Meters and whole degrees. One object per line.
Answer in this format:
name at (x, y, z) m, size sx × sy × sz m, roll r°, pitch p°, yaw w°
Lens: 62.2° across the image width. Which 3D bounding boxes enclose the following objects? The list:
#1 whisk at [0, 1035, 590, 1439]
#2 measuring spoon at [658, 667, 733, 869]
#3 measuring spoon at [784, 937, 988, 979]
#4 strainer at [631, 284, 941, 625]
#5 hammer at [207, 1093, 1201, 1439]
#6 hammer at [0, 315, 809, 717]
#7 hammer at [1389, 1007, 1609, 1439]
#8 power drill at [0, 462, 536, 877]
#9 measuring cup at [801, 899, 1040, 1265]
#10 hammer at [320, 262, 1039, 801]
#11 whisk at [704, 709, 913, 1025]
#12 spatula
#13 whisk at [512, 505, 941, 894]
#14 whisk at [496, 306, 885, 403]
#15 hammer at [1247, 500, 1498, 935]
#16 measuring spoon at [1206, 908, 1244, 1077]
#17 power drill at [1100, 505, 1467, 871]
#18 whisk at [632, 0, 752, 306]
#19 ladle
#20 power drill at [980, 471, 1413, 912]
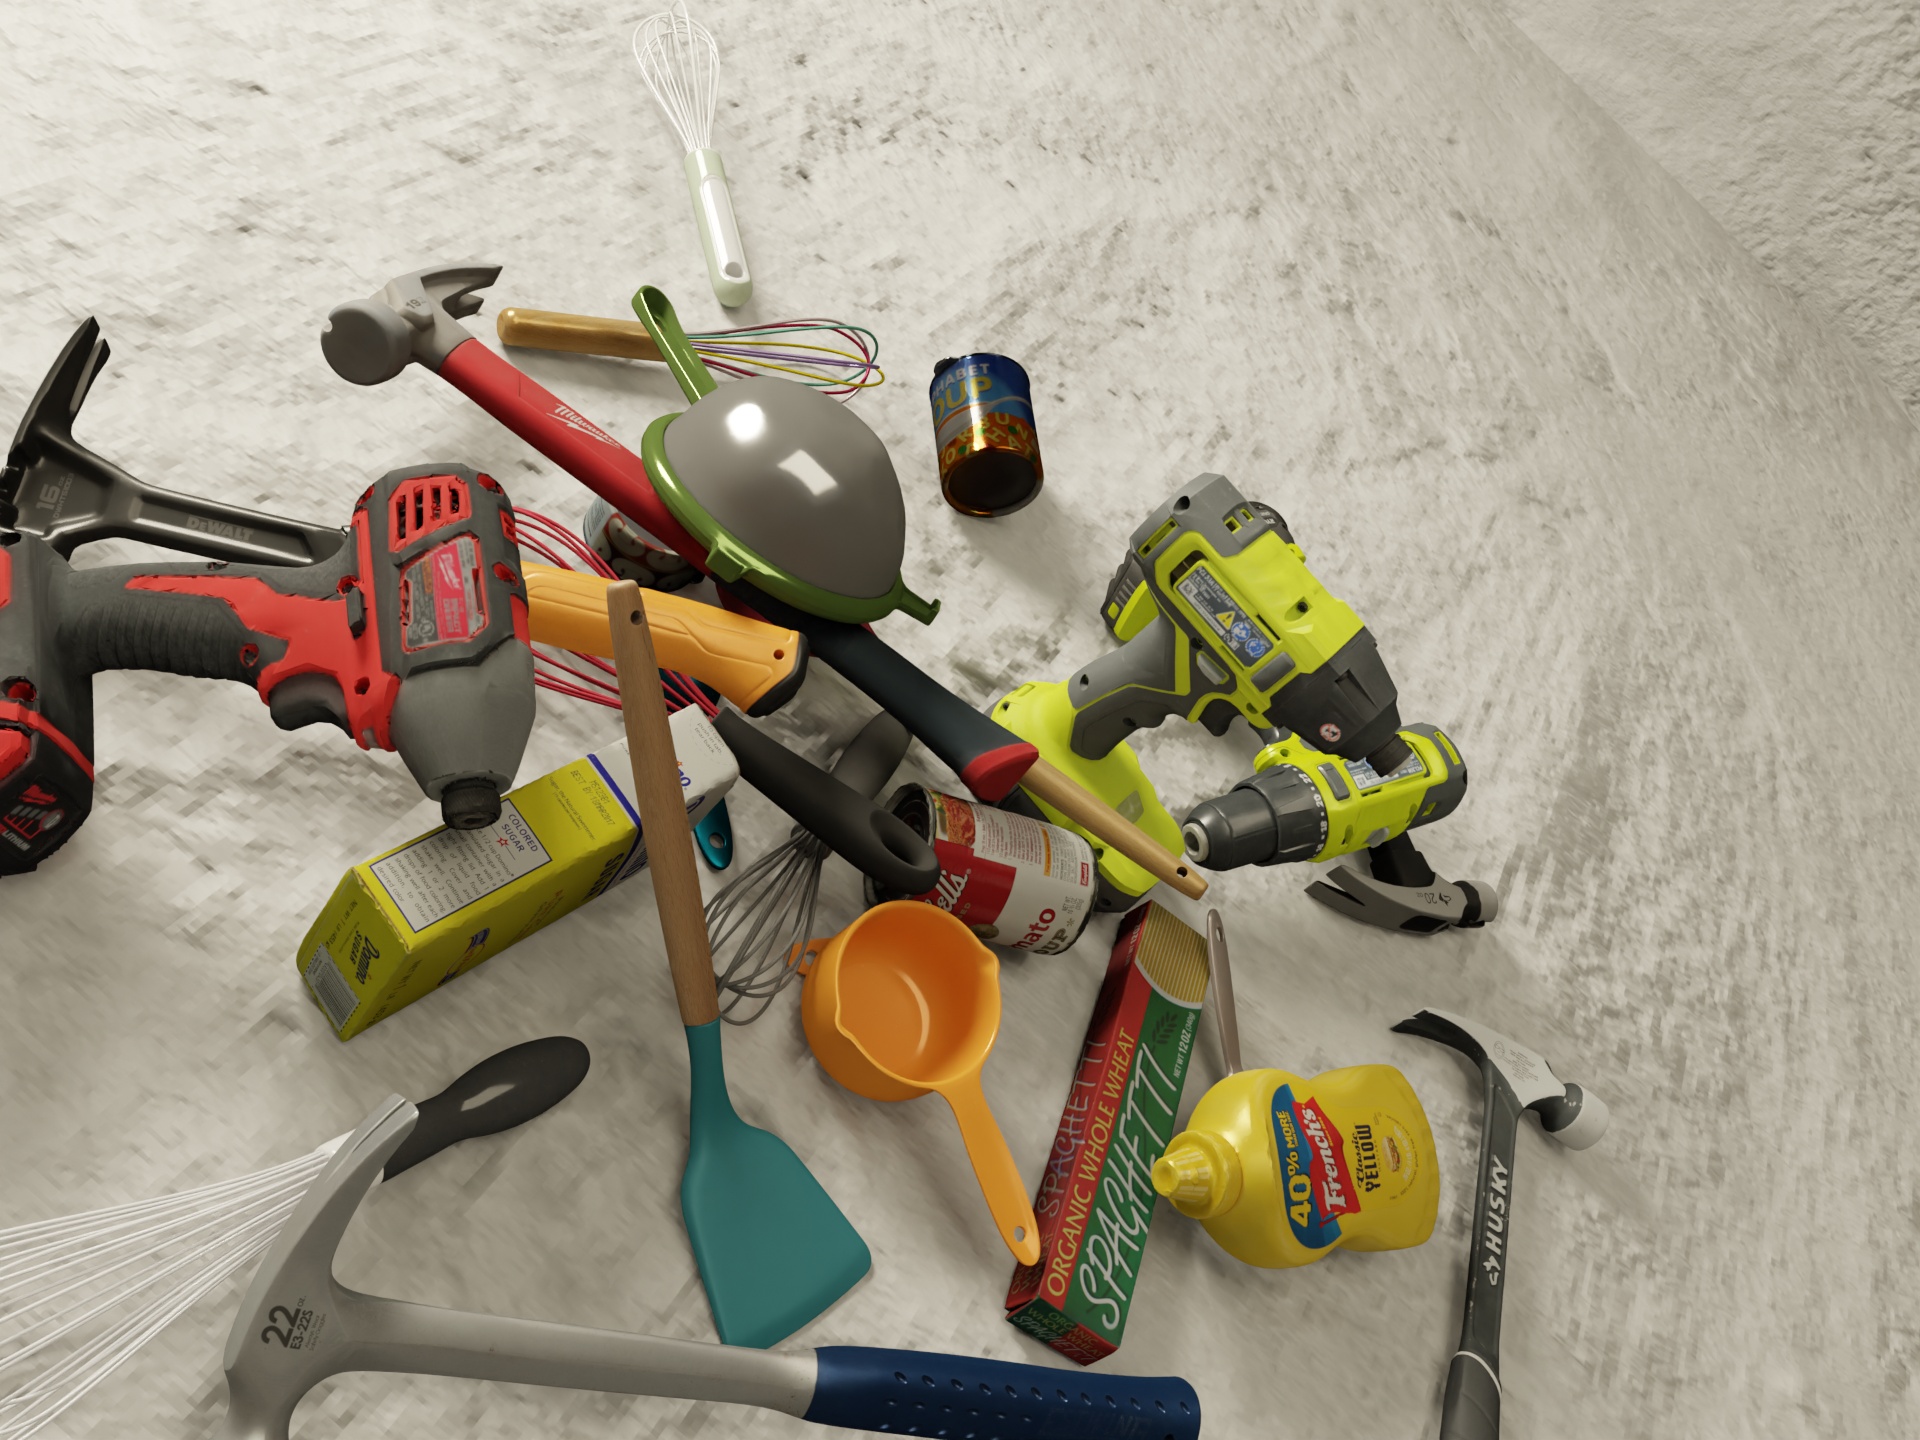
whisk at (-0.246, 0.171, 0.560) m, size 0.284 × 0.070 × 0.070 m, roll -20°, pitch 72°, yaw -50°
measuring spoon at (-0.127, 0.013, 0.788) m, size 0.042 × 0.021 × 0.129 m, roll 4°, pitch 55°, yaw -35°
measuring spoon at (-0.035, 0.120, 0.789) m, size 0.116 × 0.011 × 0.021 m, roll 6°, pitch 67°, yaw -30°
strainer at (-0.100, -0.159, 0.806) m, size 0.151 × 0.069 × 0.257 m, roll 9°, pitch 40°, yaw -49°
hammer at (-0.067, 0.250, 0.615) m, size 0.405 × 0.035 × 0.144 m, roll 20°, pitch 79°, yaw -29°
hammer at (-0.229, -0.069, 0.689) m, size 0.336 × 0.034 × 0.127 m, roll 14°, pitch 71°, yaw -13°
hammer at (0.273, 0.328, 0.844) m, size 0.149 × 0.036 × 0.409 m, roll 36°, pitch 44°, yaw -8°
power drill at (-0.270, -0.013, 0.589) m, size 0.219 × 0.078 × 0.143 m, roll -10°, pitch 68°, yaw -11°
measuring cup at (-0.014, 0.171, 0.736) m, size 0.095 × 0.052 × 0.174 m, roll -17°, pitch 79°, yaw -38°
hammer at (-0.120, -0.093, 0.796) m, size 0.386 × 0.038 × 0.143 m, roll 37°, pitch 26°, yaw -7°
whisk at (-0.070, 0.061, 0.781) m, size 0.055 × 0.055 × 0.239 m, roll 40°, pitch 39°, yaw -6°
spatula at (-0.102, 0.099, 0.650) m, size 0.082 × 0.044 × 0.317 m, roll -21°, pitch 108°, yaw -44°
whisk at (-0.132, -0.009, 0.748) m, size 0.296 × 0.073 × 0.073 m, roll 35°, pitch 43°, yaw 2°
whisk at (-0.149, -0.219, 0.936) m, size 0.245 × 0.051 × 0.047 m, roll -2°, pitch 66°, yaw -35°
hammer at (0.249, -0.011, 1.084) m, size 0.146 × 0.035 × 0.335 m, roll 6°, pitch 55°, yaw -35°
measuring spoon at (0.151, 0.163, 0.861) m, size 0.034 × 0.018 × 0.124 m, roll 11°, pitch 68°, yaw -54°
power drill at (0.181, -0.015, 0.982) m, size 0.190 × 0.080 × 0.229 m, roll -13°, pitch 62°, yaw -27°
whisk at (-0.169, -0.370, 1.033) m, size 0.057 × 0.059 × 0.247 m, roll -4°, pitch 65°, yaw -26°
ladle at (-0.001, -0.003, 0.840) m, size 0.315 × 0.031 × 0.069 m, roll 36°, pitch 71°, yaw 11°
power drill at (0.114, 0.002, 0.832) m, size 0.171 × 0.223 × 0.080 m, roll 49°, pitch 43°, yaw 5°
